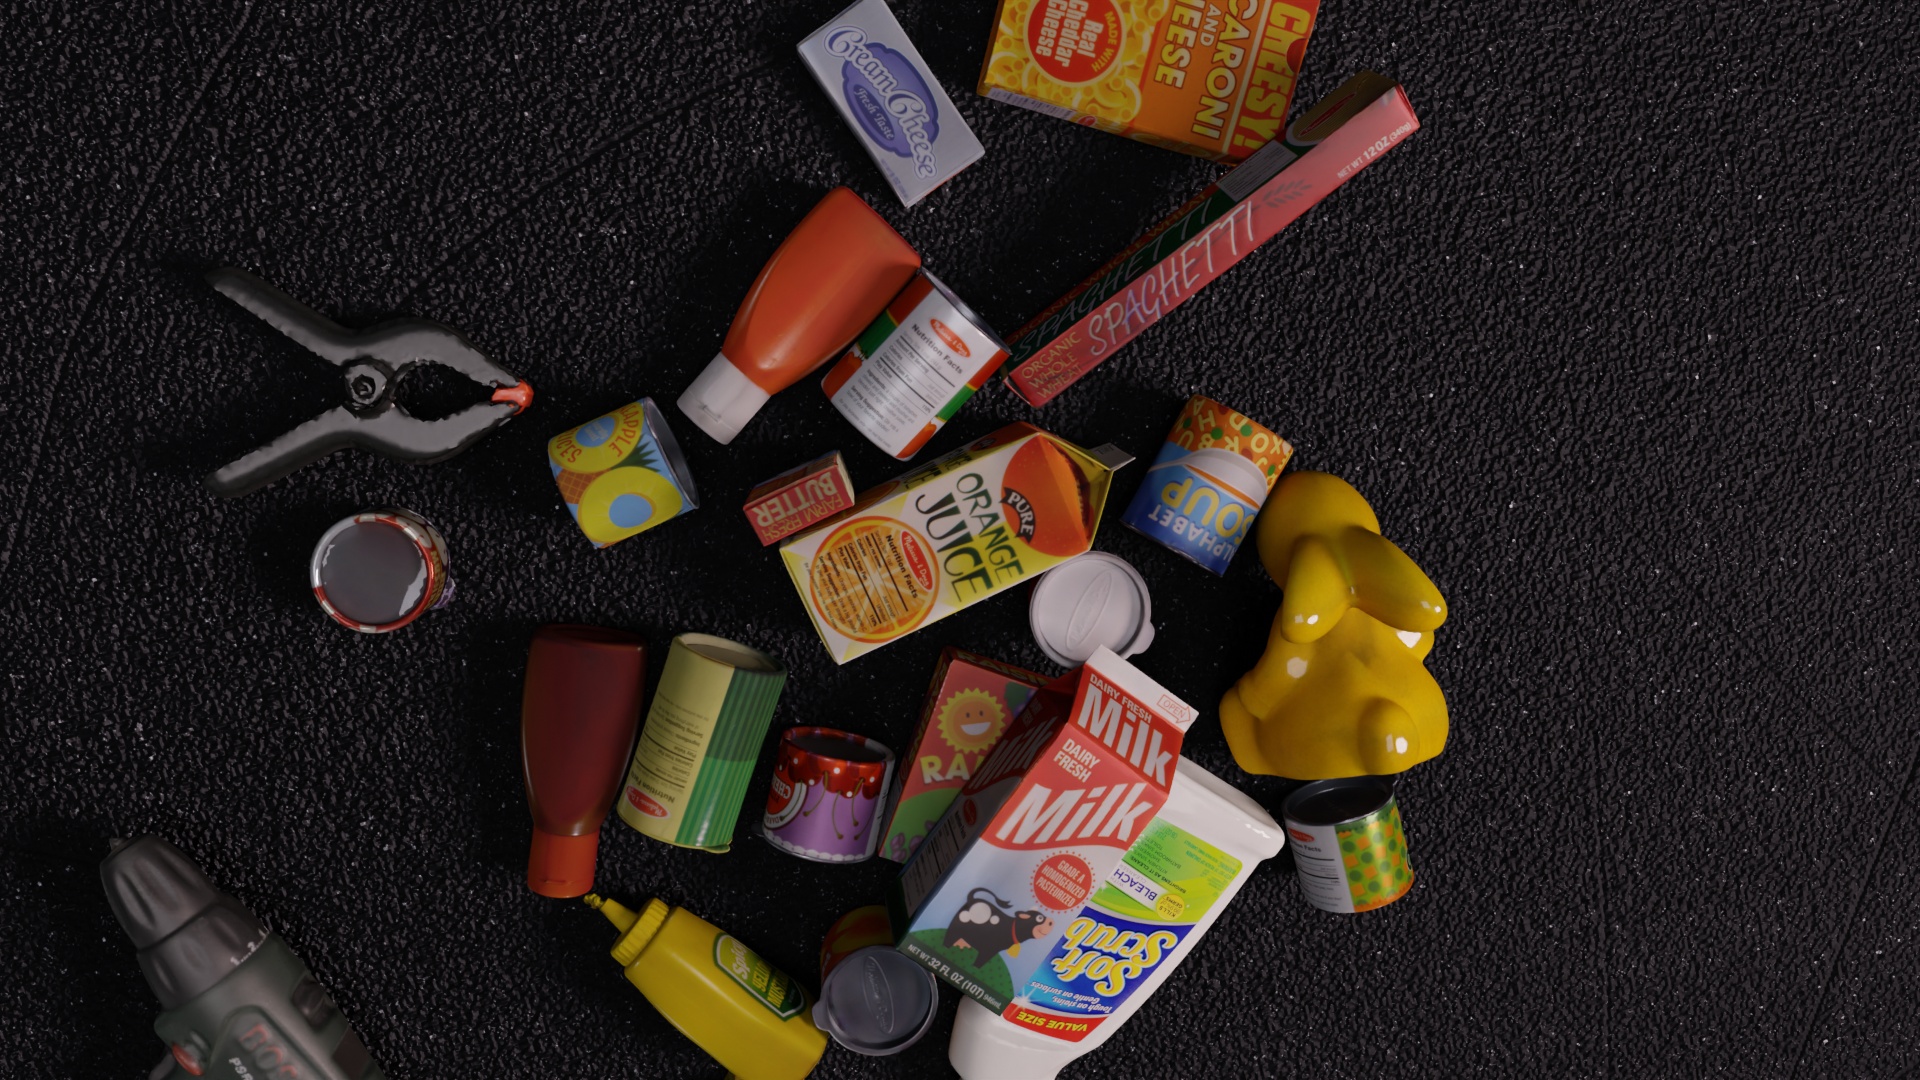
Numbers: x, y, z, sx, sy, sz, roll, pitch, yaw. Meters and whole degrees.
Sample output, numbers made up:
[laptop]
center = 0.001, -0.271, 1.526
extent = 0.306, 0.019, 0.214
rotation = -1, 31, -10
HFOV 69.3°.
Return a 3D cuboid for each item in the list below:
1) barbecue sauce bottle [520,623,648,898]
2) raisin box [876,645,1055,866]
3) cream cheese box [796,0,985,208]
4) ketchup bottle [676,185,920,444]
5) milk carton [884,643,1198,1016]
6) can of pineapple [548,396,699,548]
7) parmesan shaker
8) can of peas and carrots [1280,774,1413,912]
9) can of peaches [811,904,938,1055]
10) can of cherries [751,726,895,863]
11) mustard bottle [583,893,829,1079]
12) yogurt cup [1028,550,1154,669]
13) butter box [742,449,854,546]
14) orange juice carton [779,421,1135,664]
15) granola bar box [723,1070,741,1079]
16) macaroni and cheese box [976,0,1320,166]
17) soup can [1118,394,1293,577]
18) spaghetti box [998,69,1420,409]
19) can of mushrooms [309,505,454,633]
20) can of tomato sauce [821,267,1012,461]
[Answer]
[barbecue sauce bottle]
center = -0.215, 0.123, 0.776
extent = 0.065, 0.044, 0.148
rotation = 8, 98, -7
[raisin box]
center = 0.011, 0.133, 0.804
extent = 0.086, 0.040, 0.123
rotation = 19, 97, -8
[cream cheese box]
center = -0.038, -0.238, 0.753
extent = 0.053, 0.024, 0.103
rotation = -36, 100, -1
[ketchup bottle]
center = -0.092, -0.118, 0.754
extent = 0.064, 0.043, 0.149
rotation = 42, 92, -13
[milk carton]
center = 0.045, 0.150, 0.752
extent = 0.072, 0.073, 0.190
rotation = 36, 93, -11
[can of pineapple]
center = -0.181, -0.037, 0.744
extent = 0.058, 0.071, 0.071
rotation = -24, 100, -2
[parmesan shaker]
center = -0.140, 0.110, 0.769
extent = 0.071, 0.071, 0.103
rotation = 19, 95, -9
[can of peas and carrots]
center = 0.231, 0.177, 0.821
extent = 0.071, 0.071, 0.058
rotation = -17, 101, -3
[can of peaches]
center = -0.051, 0.254, 0.805
extent = 0.071, 0.058, 0.071
rotation = -1, 99, -6
[can of cherries]
center = -0.077, 0.141, 0.781
extent = 0.071, 0.071, 0.058
rotation = 12, 97, -8
[mustard bottle]
center = -0.148, 0.249, 0.792
extent = 0.160, 0.065, 0.048
rotation = 39, 97, -6
[yogurt cup]
center = 0.069, 0.036, 0.789
extent = 0.072, 0.054, 0.072
rotation = -1, 98, -6
[butter box]
center = -0.084, -0.025, 0.738
extent = 0.053, 0.103, 0.024
rotation = -24, 100, -1
[orange juice carton]
center = 0.003, -0.010, 0.766
extent = 0.193, 0.072, 0.073
rotation = -25, 100, -2
[granola bar box]
center = -0.102, 0.413, 0.832
extent = 0.165, 0.039, 0.124
rotation = 34, 93, -10
[macaroni and cheese box]
center = 0.105, -0.282, 0.754
extent = 0.166, 0.040, 0.123
rotation = 14, 97, -8
[soup can]
center = 0.138, -0.030, 0.778
extent = 0.071, 0.071, 0.083
rotation = 28, 94, -9
[spaghetti box]
center = 0.126, -0.159, 0.744
extent = 0.249, 0.050, 0.028
rotation = -36, 115, 12
[can of mushrooms]
center = -0.313, 0.017, 0.755
extent = 0.071, 0.033, 0.071
rotation = -1, 98, -6
[can of tomato sauce]
center = -0.024, -0.094, 0.750
extent = 0.071, 0.071, 0.083
rotation = 42, 101, -10
